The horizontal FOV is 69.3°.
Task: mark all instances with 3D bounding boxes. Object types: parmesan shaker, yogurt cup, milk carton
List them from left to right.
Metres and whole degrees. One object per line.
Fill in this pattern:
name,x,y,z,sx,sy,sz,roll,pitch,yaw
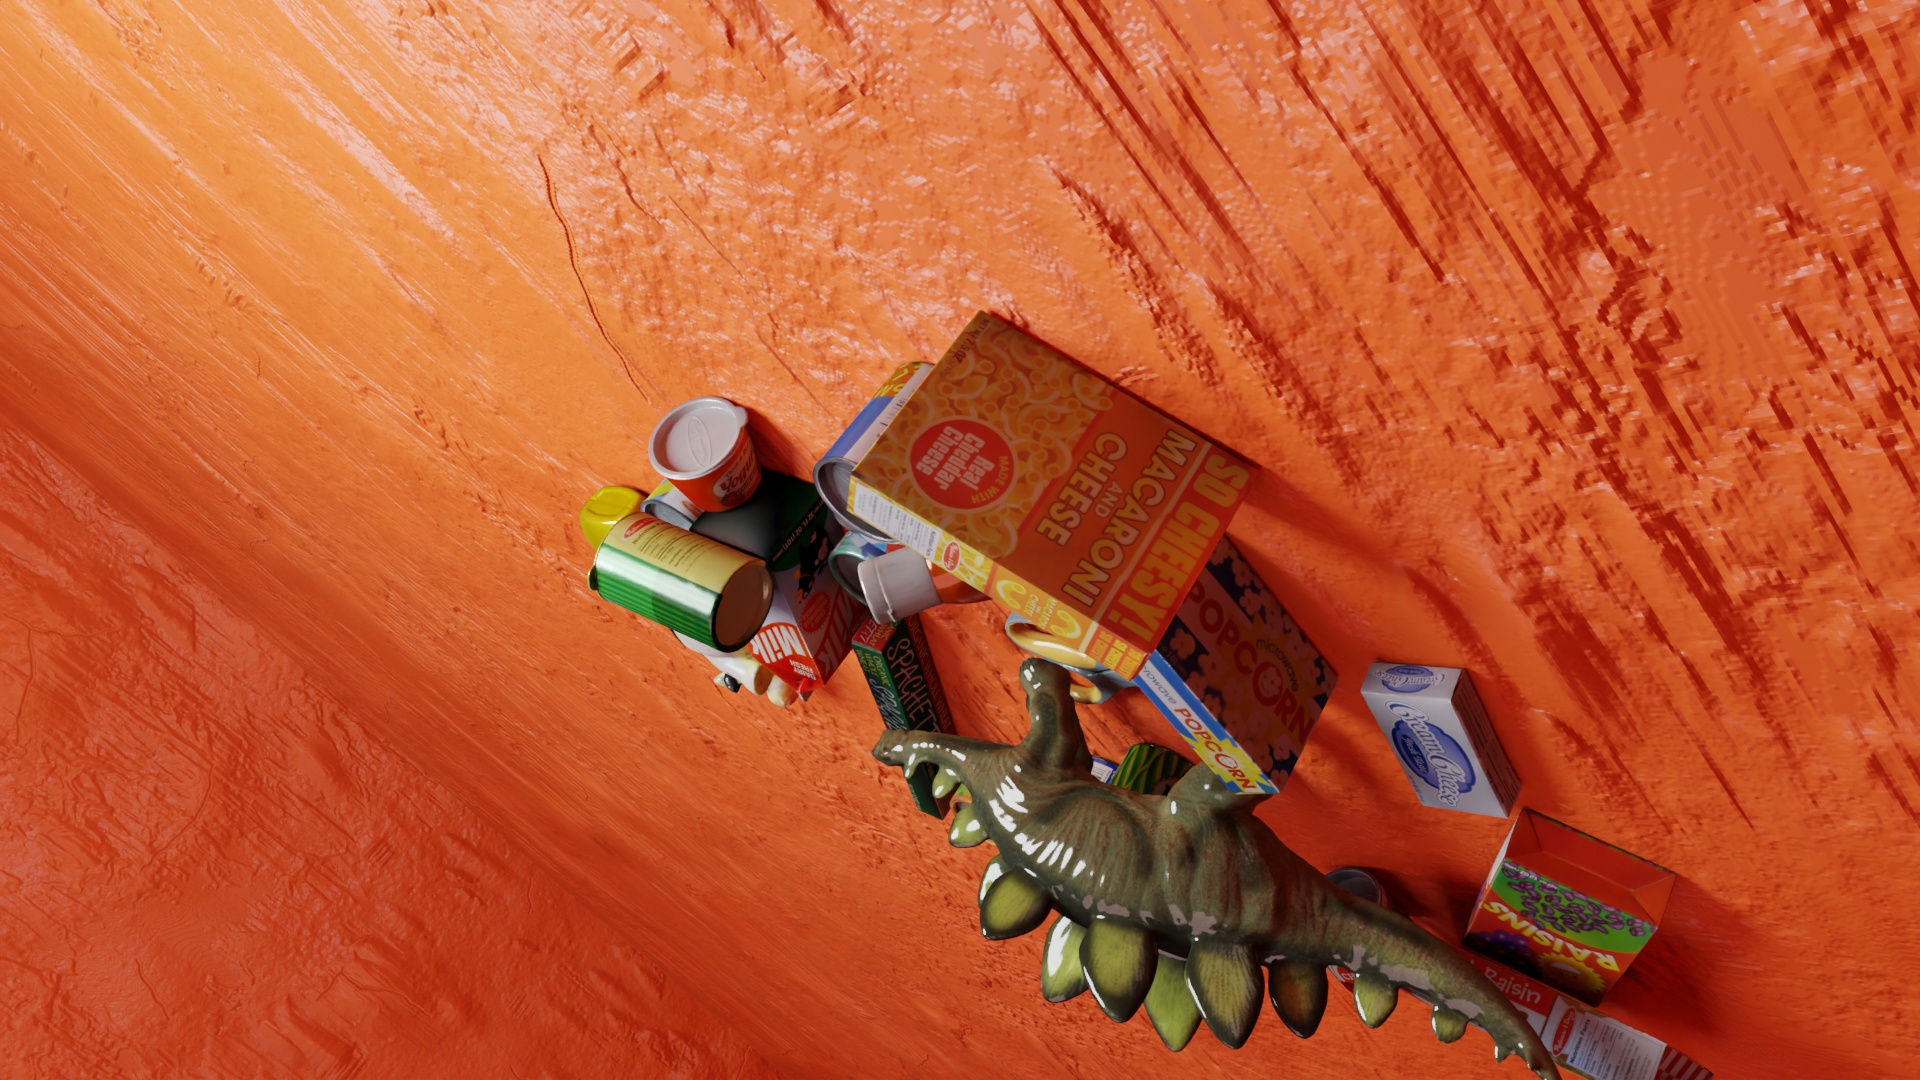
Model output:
parmesan shaker,-0.186,0.029,0.926,0.103,0.071,0.071,21,147,25
yogurt cup,-0.170,-0.056,0.945,0.072,0.072,0.053,19,154,28
milk carton,-0.122,0.040,1.021,0.073,0.073,0.189,19,147,28

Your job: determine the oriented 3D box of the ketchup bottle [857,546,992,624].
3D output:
ketchup bottle,0.020,0.006,0.757,0.064,0.149,0.044,67,-176,-57

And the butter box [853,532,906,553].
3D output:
butter box,-0.027,-0.003,0.907,0.103,0.024,0.053,31,151,10

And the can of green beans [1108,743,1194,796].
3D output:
can of green beans,0.134,0.185,0.975,0.071,0.058,0.071,26,149,17

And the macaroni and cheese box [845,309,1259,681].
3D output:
macaroni and cheese box,0.046,-0.025,0.694,0.166,0.124,0.040,31,153,9

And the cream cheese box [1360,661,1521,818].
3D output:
cream cheese box,0.264,0.109,0.760,0.053,0.024,0.103,0,135,45

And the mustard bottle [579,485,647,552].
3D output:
mustard bottle,-0.259,0.023,1.168,0.065,0.049,0.159,13,144,31

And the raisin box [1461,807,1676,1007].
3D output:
raisin box,0.349,0.215,0.809,0.086,0.040,0.122,22,147,22

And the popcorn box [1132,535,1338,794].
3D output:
popcorn box,0.145,0.067,0.763,0.126,0.085,0.038,48,148,-20

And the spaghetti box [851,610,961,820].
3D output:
spaghetti box,-0.036,0.137,1.094,0.029,0.050,0.248,18,146,26

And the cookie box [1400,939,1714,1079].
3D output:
cookie box,0.355,0.296,0.853,0.167,0.040,0.123,18,169,45

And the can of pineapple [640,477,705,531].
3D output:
can of pineapple,-0.190,-0.025,1.015,0.071,0.058,0.070,27,149,17

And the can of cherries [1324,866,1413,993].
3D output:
can of cherries,0.269,0.266,0.936,0.058,0.072,0.071,48,149,-21

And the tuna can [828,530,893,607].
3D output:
tuna can,-0.059,0.017,0.961,0.071,0.033,0.070,26,149,17

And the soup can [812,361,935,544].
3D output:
soup can,-0.034,-0.049,0.786,0.071,0.084,0.071,27,149,17

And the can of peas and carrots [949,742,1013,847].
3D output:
can of peas and carrots,0.032,0.204,1.111,0.071,0.059,0.070,26,149,18
